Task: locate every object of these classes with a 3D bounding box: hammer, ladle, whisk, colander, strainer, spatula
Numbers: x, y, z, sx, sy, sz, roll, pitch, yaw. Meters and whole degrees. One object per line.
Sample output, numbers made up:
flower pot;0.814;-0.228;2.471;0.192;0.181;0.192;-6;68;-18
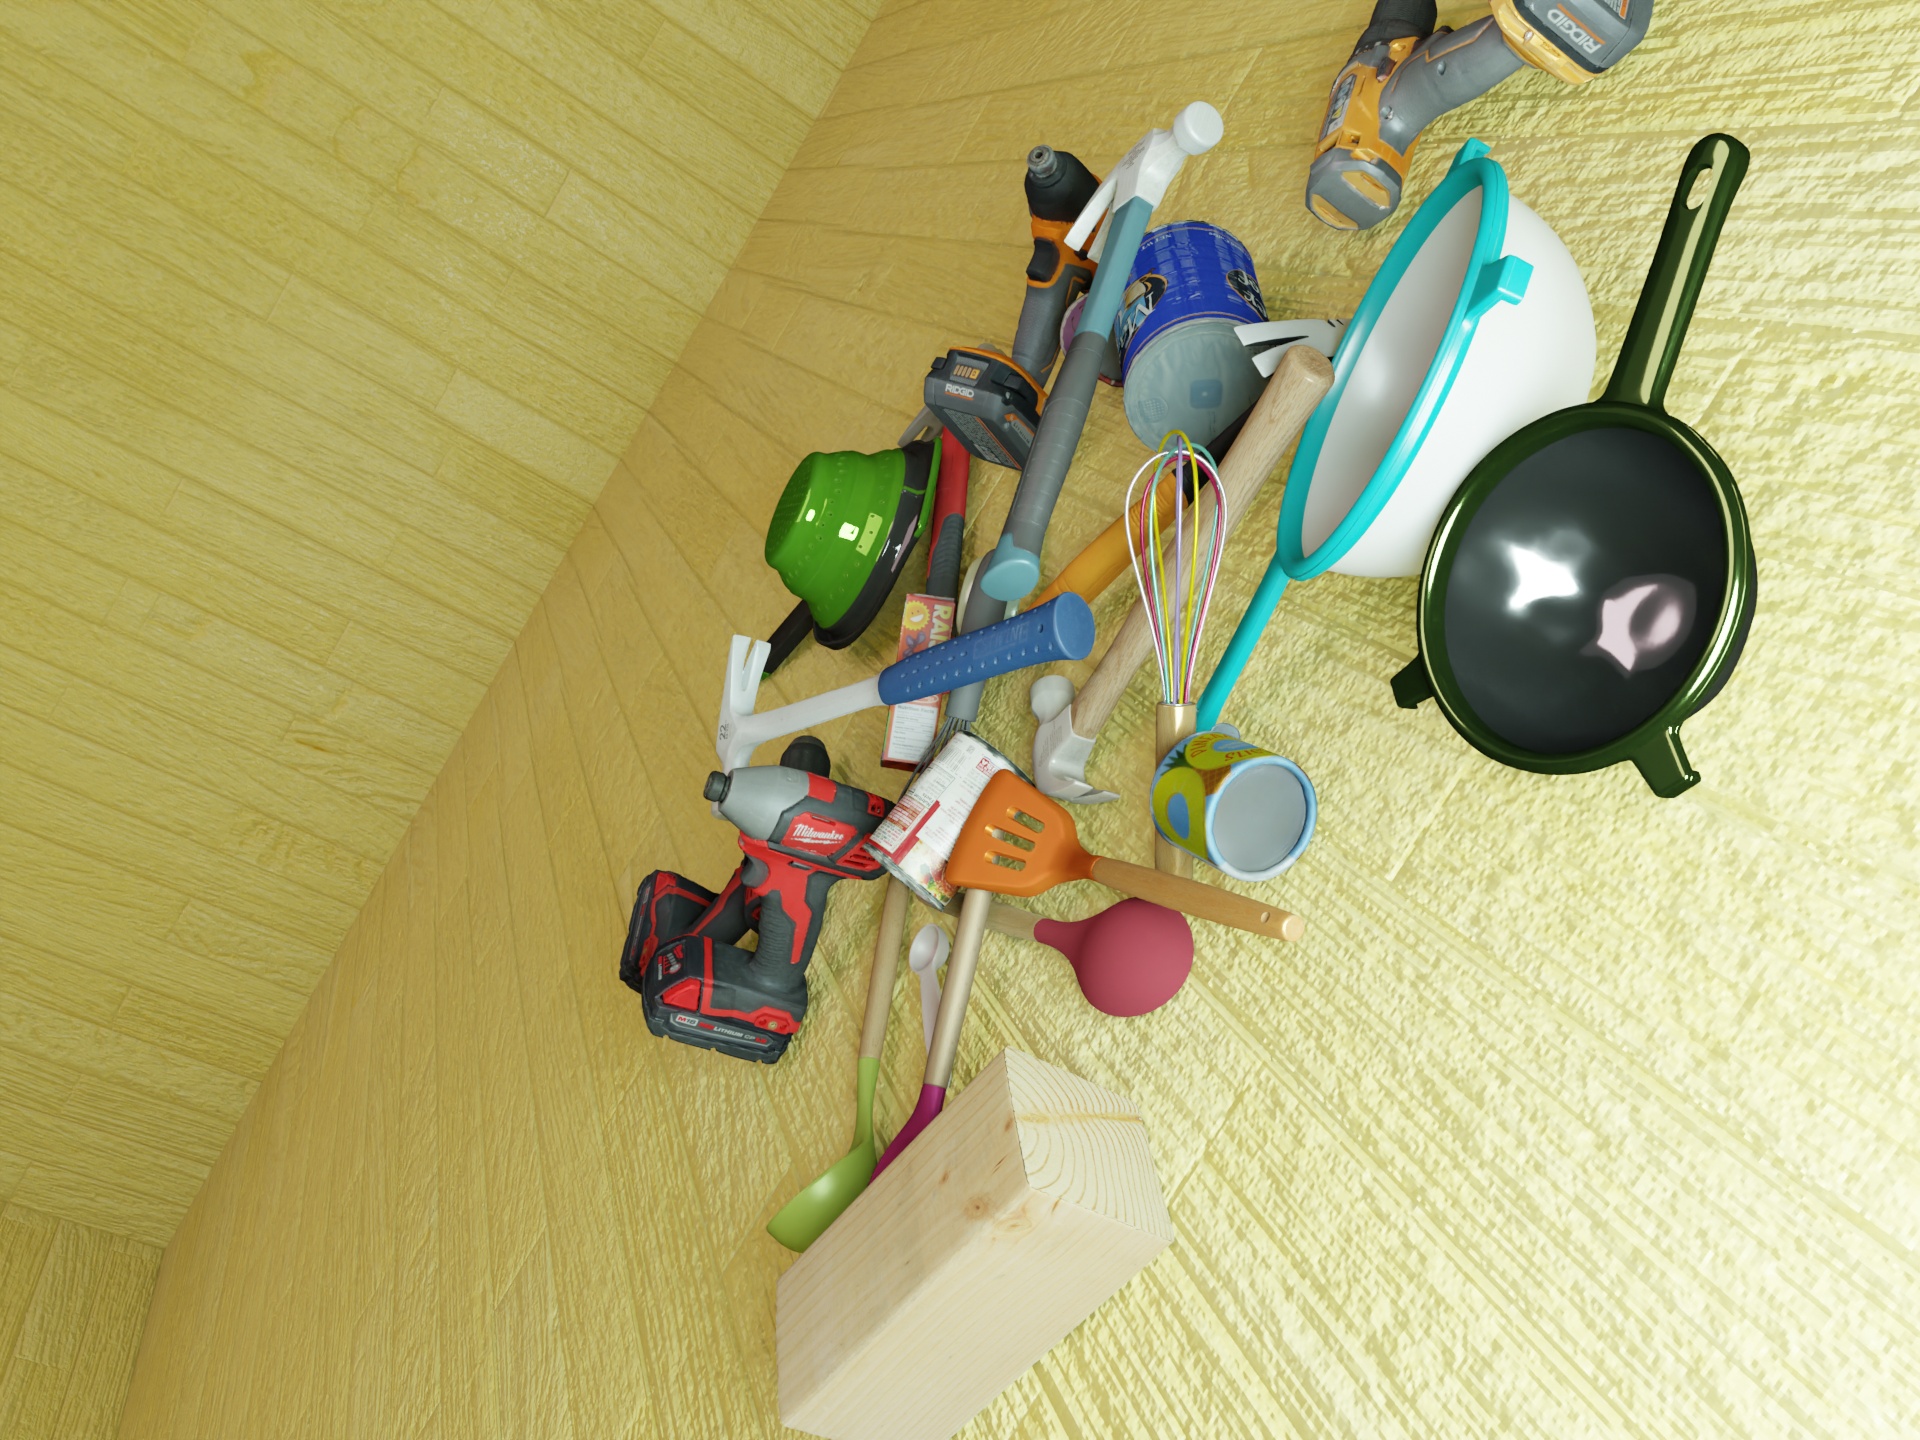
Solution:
hammer;0.079;-0.230;1.012;0.128;0.033;0.331;-13;55;64
ladle;0.040;0.123;0.967;0.069;0.031;0.315;-63;22;-11
ladle;-0.068;0.201;1.059;0.078;0.062;0.320;123;162;-45
hammer;-0.058;-0.027;1.114;0.405;0.035;0.144;-16;67;49
whisk;-0.003;-0.004;1.102;0.055;0.055;0.239;13;89;65
hammer;0.120;-0.074;0.925;0.130;0.031;0.331;-92;24;-45
hammer;0.121;-0.132;1.005;0.336;0.127;0.034;-44;68;44
colander;-0.151;-0.141;1.484;0.397;0.094;0.205;-40;34;52
strainer;0.219;-0.103;0.802;0.211;0.095;0.340;-74;5;-54
spatula;0.081;0.081;0.860;0.081;0.041;0.323;-63;21;-8
whisk;0.115;-0.031;0.851;0.047;0.051;0.245;8;102;43
strainer;0.279;-0.099;0.642;0.152;0.069;0.256;27;103;57
hammer;-0.019;-0.163;1.370;0.143;0.038;0.387;-42;31;39

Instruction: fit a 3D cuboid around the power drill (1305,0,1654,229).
power drill;0.310;-0.421;0.963;0.226;0.084;0.185;-24;42;60

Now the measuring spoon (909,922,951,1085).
measuring spoon;-0.013;0.185;1.022;0.034;0.018;0.124;-45;36;32

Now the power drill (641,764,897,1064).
power drill;-0.146;0.132;1.151;0.219;0.143;0.079;-63;21;21

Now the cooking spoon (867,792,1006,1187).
cooking spoon;-0.009;0.195;0.959;0.069;0.017;0.319;-5;65;45

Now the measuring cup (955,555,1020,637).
measuring cup;0.030;-0.113;1.193;0.168;0.038;0.083;-73;-10;-46

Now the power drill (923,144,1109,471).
power drill;0.057;-0.329;1.255;0.084;0.164;0.226;21;82;28

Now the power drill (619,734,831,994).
power drill;-0.186;0.128;1.342;0.226;0.080;0.188;-37;34;37
